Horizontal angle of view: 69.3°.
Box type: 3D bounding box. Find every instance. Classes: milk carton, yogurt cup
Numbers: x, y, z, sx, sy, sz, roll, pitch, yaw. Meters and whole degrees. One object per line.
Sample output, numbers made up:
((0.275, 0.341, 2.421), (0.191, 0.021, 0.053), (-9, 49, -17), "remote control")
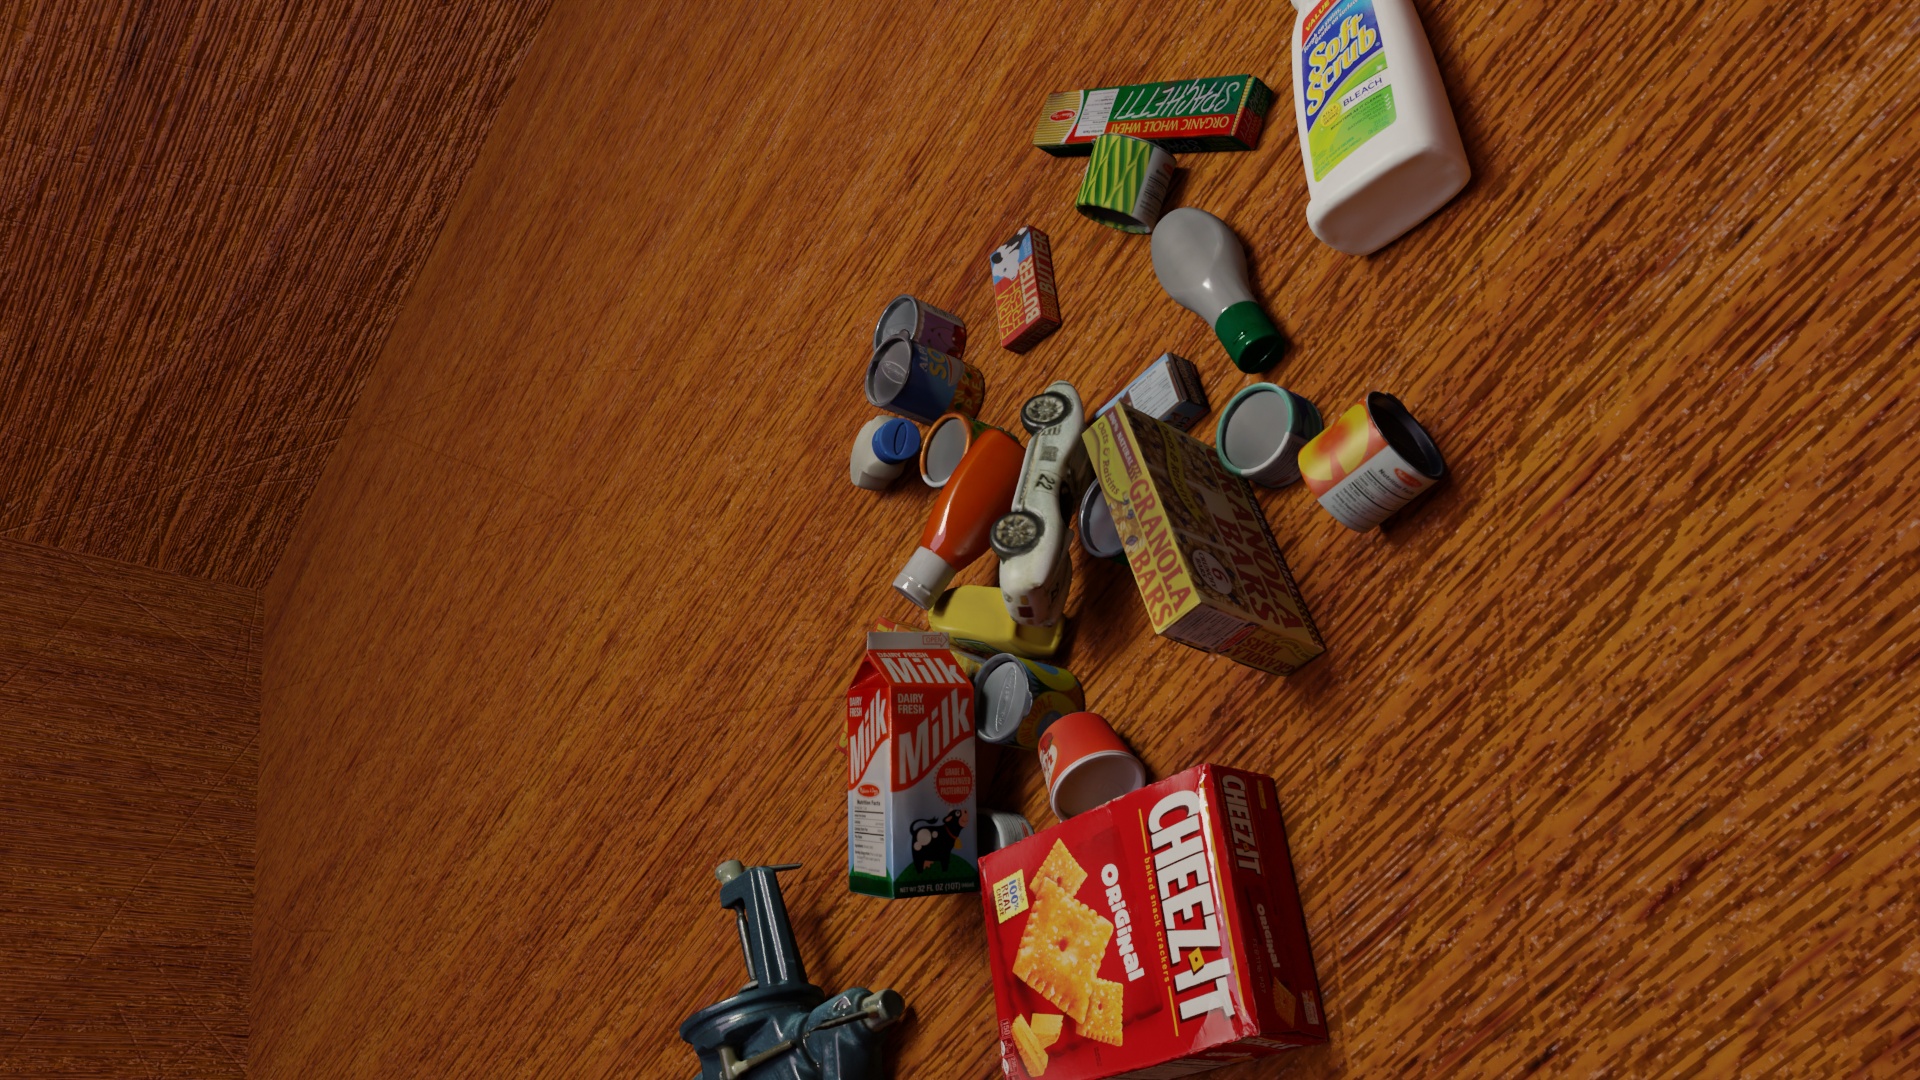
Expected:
((-0.037, 0.162, 1.025), (0.073, 0.072, 0.190), (-16, 74, 58), "milk carton")
((0.087, 0.156, 0.959), (0.072, 0.072, 0.054), (-56, 31, 21), "yogurt cup")

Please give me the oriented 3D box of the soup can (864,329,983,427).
((-0.030, -0.139, 1.218), (0.071, 0.084, 0.071), (-24, 57, 45), "soup can")

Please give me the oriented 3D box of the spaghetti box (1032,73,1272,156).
((0.148, -0.339, 1.119), (0.250, 0.029, 0.050), (20, 92, 54), "spaghetti box")

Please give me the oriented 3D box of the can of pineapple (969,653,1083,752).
((0.049, 0.122, 1.025), (0.070, 0.058, 0.071), (-25, 57, 45), "can of pineapple")

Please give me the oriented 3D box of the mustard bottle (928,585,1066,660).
((0.016, 0.062, 1.093), (0.160, 0.065, 0.049), (2, 72, 59), "mustard bottle")

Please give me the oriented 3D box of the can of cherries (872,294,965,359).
((-0.038, -0.182, 1.269), (0.071, 0.058, 0.072), (-23, 58, 45), "can of cherries")

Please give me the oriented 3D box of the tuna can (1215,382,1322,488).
((0.204, -0.072, 0.928), (0.071, 0.033, 0.071), (-24, 58, 45), "tuna can")

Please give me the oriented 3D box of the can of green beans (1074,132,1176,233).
((0.129, -0.278, 1.087), (0.071, 0.071, 0.058), (20, 93, 54), "can of green beans")

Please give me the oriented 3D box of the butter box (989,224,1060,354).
((0.055, -0.215, 1.191), (0.053, 0.024, 0.104), (-35, 50, 40), "butter box")

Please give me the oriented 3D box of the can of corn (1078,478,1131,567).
((0.129, -0.014, 0.980), (0.071, 0.058, 0.071), (-25, 56, 45), "can of corn")

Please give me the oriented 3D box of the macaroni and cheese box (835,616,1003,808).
((-0.028, 0.143, 1.132), (0.166, 0.040, 0.123), (20, 92, 53), "macaroni and cheese box")

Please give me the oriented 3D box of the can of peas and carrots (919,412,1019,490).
((0.008, -0.071, 1.160), (0.070, 0.059, 0.071), (-24, 57, 45), "can of peas and carrots")

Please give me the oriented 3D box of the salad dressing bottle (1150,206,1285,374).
((0.184, -0.179, 0.993), (0.064, 0.044, 0.148), (-47, 44, 28), "salad dressing bottle")

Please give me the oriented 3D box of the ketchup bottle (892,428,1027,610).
((0.004, -0.014, 1.099), (0.149, 0.064, 0.043), (-54, 18, -12), "ketchup bottle")

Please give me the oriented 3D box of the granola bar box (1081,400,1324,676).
((0.153, -0.001, 0.887), (0.039, 0.124, 0.166), (-43, 45, 31), "granola bar box")

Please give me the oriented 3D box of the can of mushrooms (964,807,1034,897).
((0.022, 0.235, 1.034), (0.071, 0.033, 0.071), (-24, 58, 45), "can of mushrooms")

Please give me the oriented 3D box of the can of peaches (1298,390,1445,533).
((0.246, -0.048, 0.837), (0.057, 0.071, 0.071), (-44, 45, 34), "can of peaches")

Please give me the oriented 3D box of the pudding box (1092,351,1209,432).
((0.139, -0.094, 1.024), (0.083, 0.030, 0.050), (-41, 47, 35), "pudding box")

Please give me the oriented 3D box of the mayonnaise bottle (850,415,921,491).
((-0.067, -0.081, 1.231), (0.148, 0.041, 0.065), (168, 114, -76), "mayonnaise bottle")
